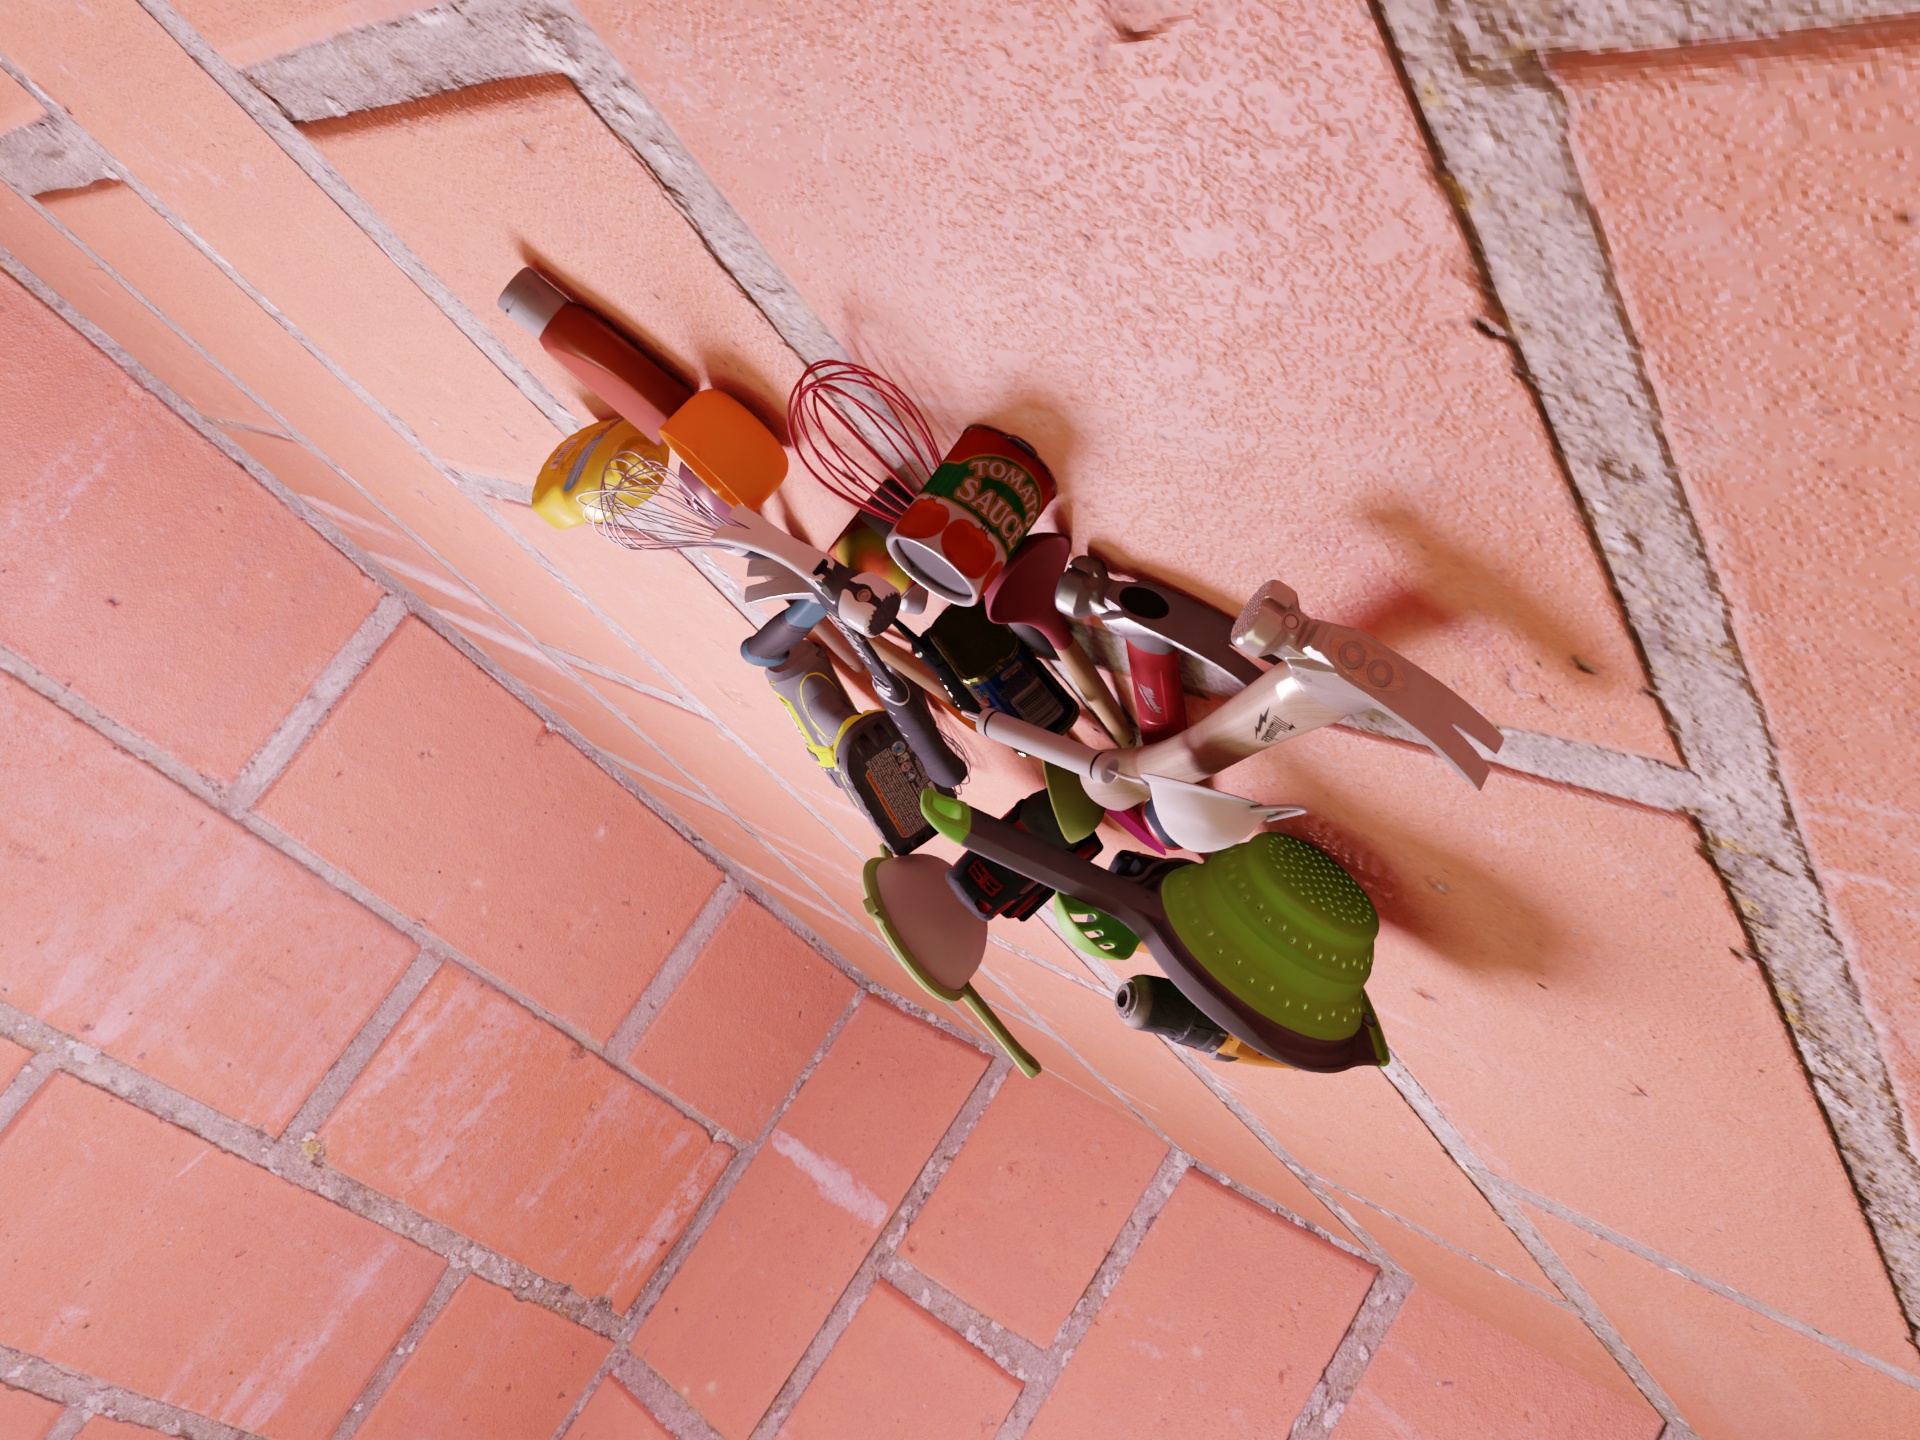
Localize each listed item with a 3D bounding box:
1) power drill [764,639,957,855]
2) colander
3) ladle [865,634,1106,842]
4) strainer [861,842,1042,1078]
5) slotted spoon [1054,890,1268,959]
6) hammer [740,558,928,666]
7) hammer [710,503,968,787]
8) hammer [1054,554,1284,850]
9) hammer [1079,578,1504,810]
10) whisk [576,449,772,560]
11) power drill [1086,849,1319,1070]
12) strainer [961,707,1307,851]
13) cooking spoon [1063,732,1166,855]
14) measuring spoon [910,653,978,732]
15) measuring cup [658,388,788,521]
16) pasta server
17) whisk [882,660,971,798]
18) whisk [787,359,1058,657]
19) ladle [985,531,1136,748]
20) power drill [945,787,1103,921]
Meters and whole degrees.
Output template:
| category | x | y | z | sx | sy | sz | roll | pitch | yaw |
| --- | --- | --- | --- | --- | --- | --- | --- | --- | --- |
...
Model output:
| category | x | y | z | sx | sy | sz | roll | pitch | yaw |
| --- | --- | --- | --- | --- | --- | --- | --- | --- | --- |
| power drill | -0.090 | 0.037 | 1.487 | 0.229 | 0.080 | 0.190 | 37 | 158 | 59 |
| colander | 0.162 | 0.113 | 1.130 | 0.397 | 0.094 | 0.205 | 26 | -155 | -15 |
| ladle | -0.002 | -0.004 | 1.294 | 0.320 | 0.062 | 0.078 | 34 | 166 | 35 |
| strainer | 0.012 | 0.215 | 1.444 | 0.256 | 0.069 | 0.151 | 52 | -167 | -11 |
| slotted spoon | 0.182 | 0.157 | 1.219 | 0.313 | 0.031 | 0.070 | 7 | -140 | -41 |
| hammer | -0.132 | -0.083 | 1.310 | 0.128 | 0.033 | 0.331 | 8 | 171 | -17 |
| hammer | -0.062 | -0.033 | 1.178 | 0.149 | 0.036 | 0.408 | 32 | 169 | 23 |
| hammer | 0.155 | 0.017 | 1.107 | 0.143 | 0.038 | 0.386 | 27 | 163 | 21 |
| hammer | 0.163 | 0.018 | 0.964 | 0.146 | 0.038 | 0.410 | 32 | 164 | -5 |
| whisk | -0.184 | -0.141 | 1.186 | 0.070 | 0.070 | 0.284 | 29 | -173 | 23 |
| power drill | 0.177 | 0.192 | 1.273 | 0.185 | 0.084 | 0.226 | 14 | -160 | -24 |
| strainer | 0.097 | 0.035 | 1.002 | 0.259 | 0.050 | 0.086 | 22 | 178 | 38 |
| cooking spoon | 0.086 | 0.021 | 1.305 | 0.069 | 0.017 | 0.318 | 30 | 167 | 51 |
| measuring spoon | -0.011 | -0.023 | 1.395 | 0.021 | 0.011 | 0.116 | -26 | 126 | 36 |
| measuring cup | -0.130 | -0.163 | 1.102 | 0.174 | 0.052 | 0.095 | 39 | 174 | 10 |
| pasta server | -0.151 | -0.127 | 1.355 | 0.060 | 0.040 | 0.315 | 25 | 166 | 34 |
| whisk | -0.035 | 0.008 | 1.475 | 0.055 | 0.055 | 0.238 | 27 | 159 | 27 |
| whisk | -0.009 | -0.123 | 1.002 | 0.073 | 0.073 | 0.295 | 20 | 164 | 45 |
| ladle | 0.078 | -0.043 | 1.076 | 0.031 | 0.069 | 0.315 | 46 | 178 | 30 |
| power drill | 0.063 | 0.108 | 1.367 | 0.078 | 0.143 | 0.219 | 47 | 180 | 9 |
